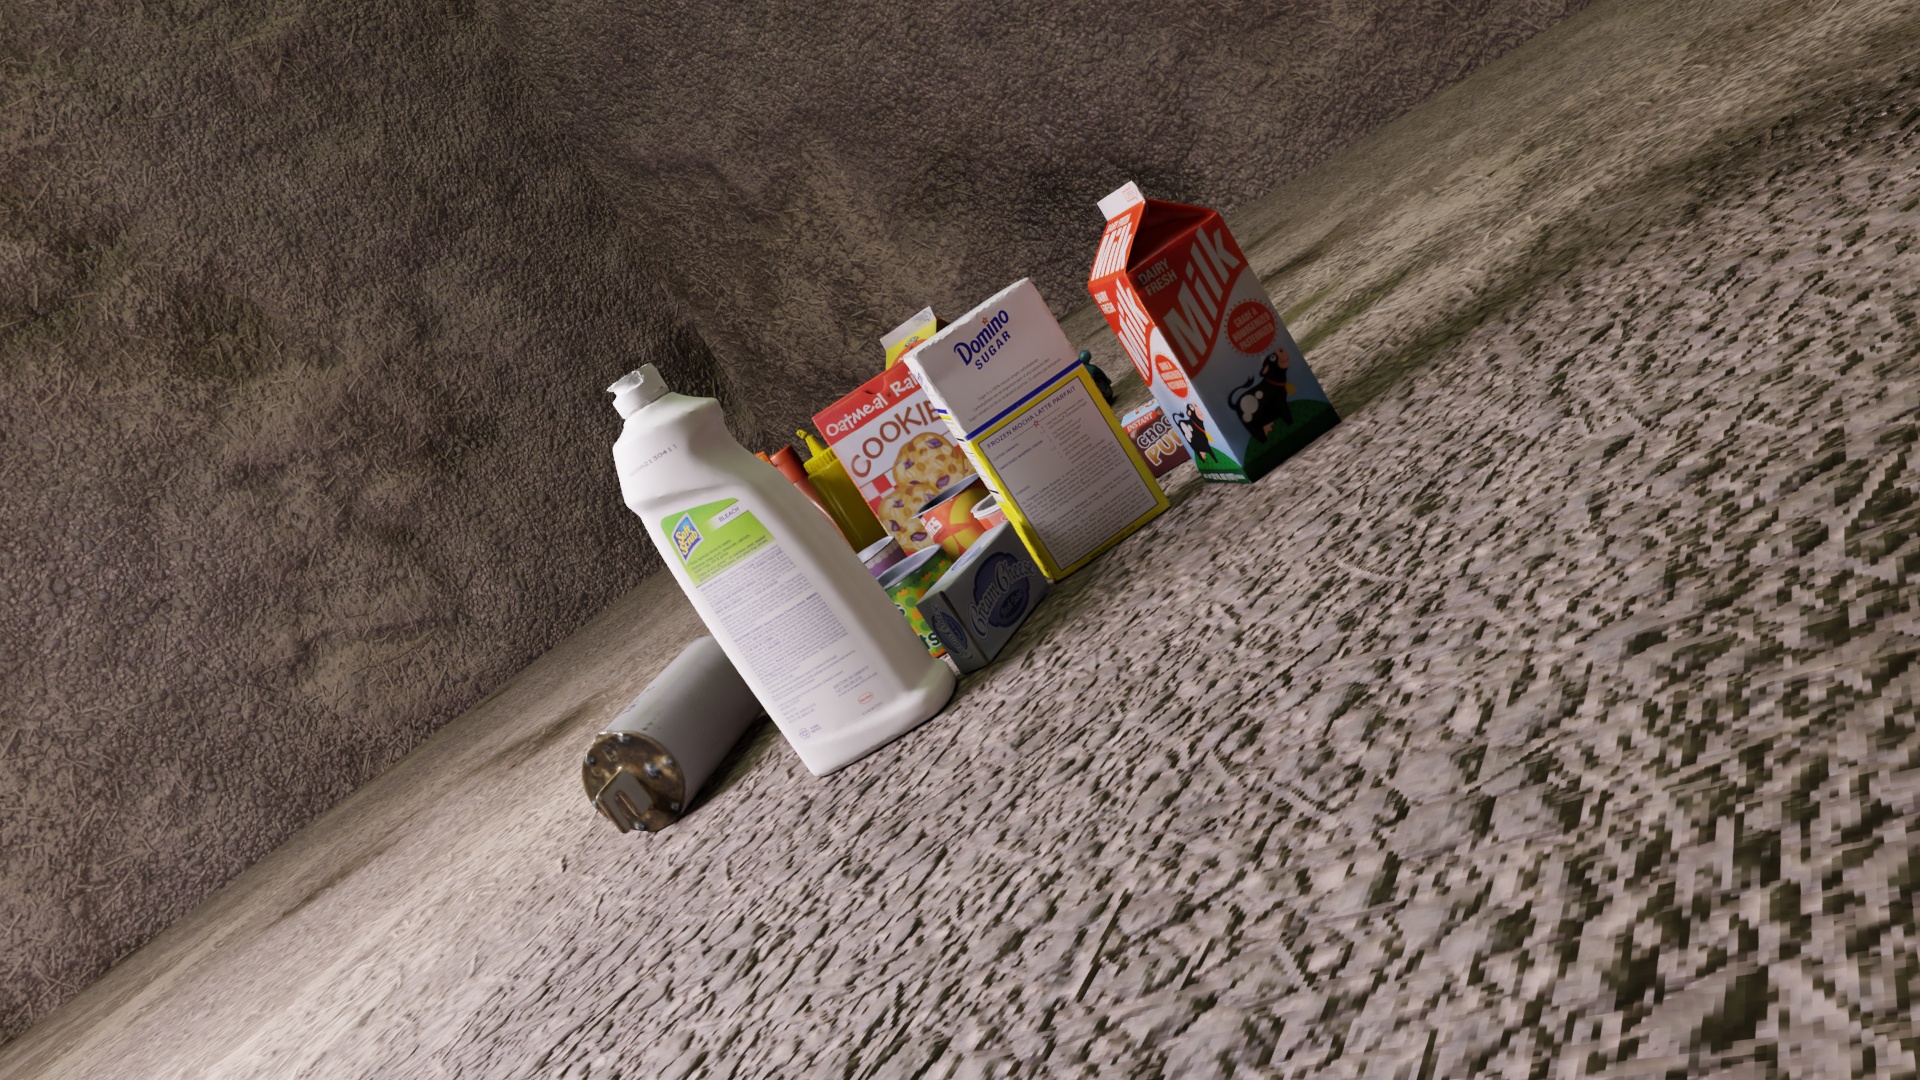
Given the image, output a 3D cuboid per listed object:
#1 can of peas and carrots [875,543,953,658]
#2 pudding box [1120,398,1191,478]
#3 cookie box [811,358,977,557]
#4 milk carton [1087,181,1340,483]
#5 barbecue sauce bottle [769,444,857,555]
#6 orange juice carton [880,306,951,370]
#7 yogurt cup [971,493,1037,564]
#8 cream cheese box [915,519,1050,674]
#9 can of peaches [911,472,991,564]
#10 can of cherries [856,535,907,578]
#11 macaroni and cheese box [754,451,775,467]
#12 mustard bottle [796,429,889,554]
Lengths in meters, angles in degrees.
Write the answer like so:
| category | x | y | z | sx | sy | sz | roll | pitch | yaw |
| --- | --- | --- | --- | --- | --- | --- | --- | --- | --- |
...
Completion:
| category | x | y | z | sx | sy | sz | roll | pitch | yaw |
| --- | --- | --- | --- | --- | --- | --- | --- | --- | --- |
| can of peas and carrots | -0.027 | 0.045 | 0.921 | 0.071 | 0.058 | 0.071 | -32 | 9 | 6 |
| pudding box | 0.164 | -0.088 | 1.006 | 0.083 | 0.049 | 0.030 | -30 | 9 | 16 |
| cookie box | -0.032 | -0.070 | 1.208 | 0.123 | 0.167 | 0.040 | -33 | 8 | 1 |
| milk carton | 0.144 | -0.133 | 0.855 | 0.073 | 0.190 | 0.072 | -34 | 9 | -9 |
| barbecue sauce bottle | -0.160 | -0.034 | 1.523 | 0.064 | 0.148 | 0.044 | -25 | 11 | 42 |
| orange juice carton | -0.004 | -0.133 | 1.367 | 0.071 | 0.192 | 0.073 | -27 | 10 | 36 |
| yogurt cup | 0.051 | -0.016 | 0.995 | 0.072 | 0.054 | 0.072 | -32 | 9 | 6 |
| cream cheese box | 0.016 | 0.033 | 0.851 | 0.024 | 0.053 | 0.104 | -27 | 10 | 35 |
| can of peaches | 0.004 | -0.014 | 1.137 | 0.071 | 0.058 | 0.071 | -32 | 9 | 6 |
| can of cherries | -0.065 | 0.039 | 1.090 | 0.071 | 0.058 | 0.071 | -32 | 9 | 6 |
| macaroni and cheese box | -0.157 | -0.001 | 1.278 | 0.040 | 0.166 | 0.123 | -35 | 9 | -14 |
| mustard bottle | -0.111 | -0.044 | 1.367 | 0.049 | 0.160 | 0.065 | -35 | 9 | -13 |
